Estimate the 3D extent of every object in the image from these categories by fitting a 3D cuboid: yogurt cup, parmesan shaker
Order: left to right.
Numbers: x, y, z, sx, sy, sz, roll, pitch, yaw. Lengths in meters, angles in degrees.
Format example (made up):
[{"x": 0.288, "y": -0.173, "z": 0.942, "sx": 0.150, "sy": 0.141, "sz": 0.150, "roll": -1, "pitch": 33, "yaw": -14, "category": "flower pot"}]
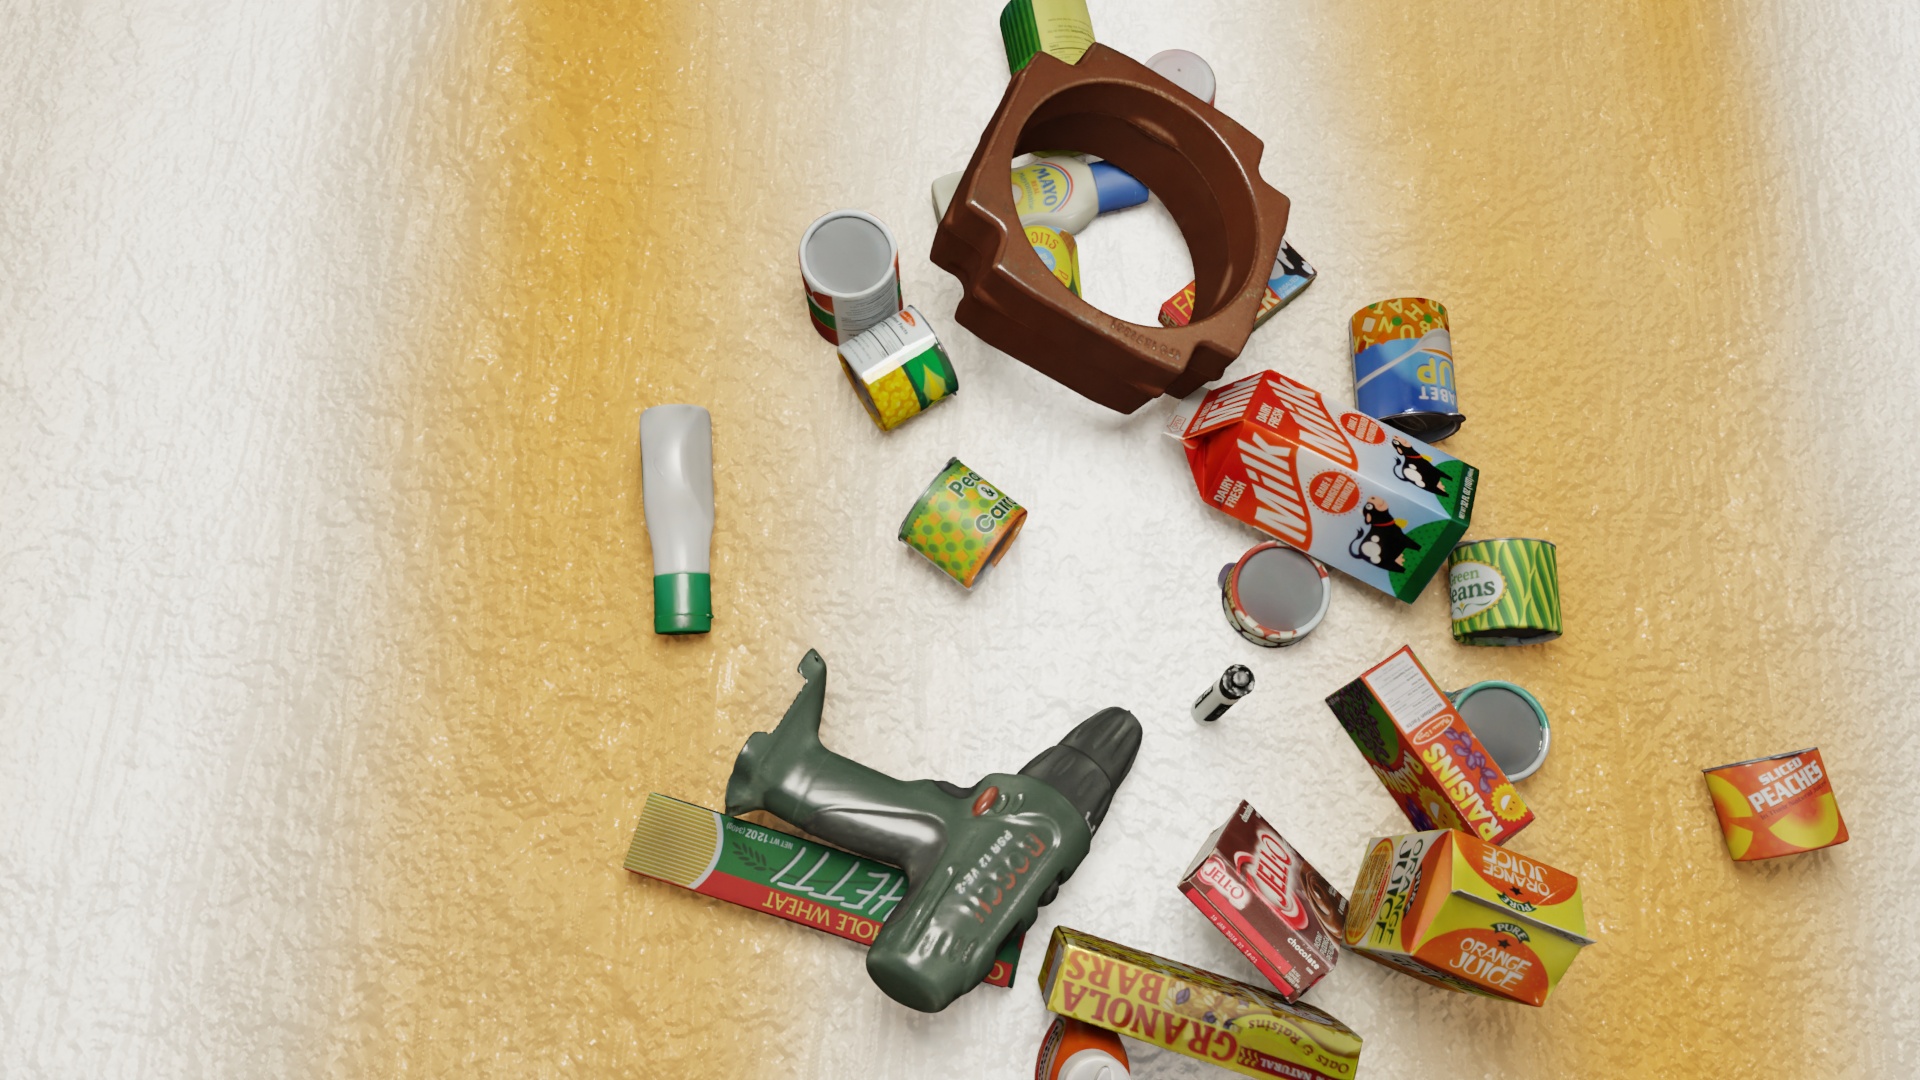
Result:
[{"x": 0.071, "y": -0.335, "z": 0.996, "sx": 0.071, "sy": 0.071, "sz": 0.103, "roll": -10, "pitch": 74, "yaw": -3, "category": "parmesan shaker"}, {"x": 0.151, "y": -0.313, "z": 0.994, "sx": 0.072, "sy": 0.053, "sz": 0.072, "roll": 0, "pitch": 75, "yaw": -1, "category": "yogurt cup"}]

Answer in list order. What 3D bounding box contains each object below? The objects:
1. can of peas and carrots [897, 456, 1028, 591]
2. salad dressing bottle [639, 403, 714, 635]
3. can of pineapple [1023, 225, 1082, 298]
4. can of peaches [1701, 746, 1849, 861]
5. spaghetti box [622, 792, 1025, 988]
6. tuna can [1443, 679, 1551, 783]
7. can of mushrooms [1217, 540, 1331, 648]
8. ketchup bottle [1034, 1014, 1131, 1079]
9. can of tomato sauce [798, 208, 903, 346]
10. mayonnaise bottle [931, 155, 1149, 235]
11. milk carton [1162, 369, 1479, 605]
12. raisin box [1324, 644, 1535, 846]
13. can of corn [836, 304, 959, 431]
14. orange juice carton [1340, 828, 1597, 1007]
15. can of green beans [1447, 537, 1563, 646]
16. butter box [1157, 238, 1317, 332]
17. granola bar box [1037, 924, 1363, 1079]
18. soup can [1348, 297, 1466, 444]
[{"x": 0.003, "y": -0.011, "z": 0.898, "sx": 0.059, "sy": 0.070, "sz": 0.071, "roll": 37, "pitch": 77, "yaw": 9, "category": "can of peas and carrots"}, {"x": -0.183, "y": -0.013, "z": 0.905, "sx": 0.044, "sy": 0.064, "sz": 0.148, "roll": -5, "pitch": 81, "yaw": 7, "category": "salad dressing bottle"}, {"x": 0.050, "y": -0.175, "z": 0.946, "sx": 0.071, "sy": 0.071, "sz": 0.058, "roll": -4, "pitch": 74, "yaw": -1, "category": "can of pineapple"}, {"x": 0.499, "y": 0.162, "z": 0.850, "sx": 0.071, "sy": 0.071, "sz": 0.058, "roll": -11, "pitch": 76, "yaw": -3, "category": "can of peaches"}, {"x": -0.081, "y": 0.215, "z": 0.854, "sx": 0.250, "sy": 0.028, "sz": 0.050, "roll": 16, "pitch": 74, "yaw": 4, "category": "spaghetti box"}, {"x": 0.334, "y": 0.121, "z": 0.881, "sx": 0.071, "sy": 0.032, "sz": 0.071, "roll": 0, "pitch": 74, "yaw": -1, "category": "tuna can"}, {"x": 0.204, "y": 0.034, "z": 0.905, "sx": 0.071, "sy": 0.033, "sz": 0.071, "roll": 0, "pitch": 75, "yaw": 0, "category": "can of mushrooms"}, {"x": 0.069, "y": 0.297, "z": 0.769, "sx": 0.043, "sy": 0.148, "sz": 0.065, "roll": 17, "pitch": 75, "yaw": 3, "category": "ketchup bottle"}, {"x": -0.074, "y": -0.177, "z": 0.939, "sx": 0.071, "sy": 0.083, "sz": 0.071, "roll": 0, "pitch": 75, "yaw": 0, "category": "can of tomato sauce"}, {"x": 0.057, "y": -0.240, "z": 0.979, "sx": 0.148, "sy": 0.041, "sz": 0.065, "roll": -14, "pitch": 73, "yaw": -4, "category": "mayonnaise bottle"}, {"x": 0.226, "y": -0.045, "z": 0.895, "sx": 0.191, "sy": 0.073, "sz": 0.073, "roll": 28, "pitch": 41, "yaw": 8, "category": "milk carton"}, {"x": 0.284, "y": 0.132, "z": 0.850, "sx": 0.040, "sy": 0.086, "sz": 0.123, "roll": -32, "pitch": 77, "yaw": -10, "category": "raisin box"}, {"x": -0.042, "y": -0.113, "z": 0.931, "sx": 0.058, "sy": 0.071, "sz": 0.071, "roll": -31, "pitch": 77, "yaw": -8, "category": "can of corn"}, {"x": 0.277, "y": 0.208, "z": 0.773, "sx": 0.072, "sy": 0.192, "sz": 0.073, "roll": 22, "pitch": 76, "yaw": 5, "category": "orange juice carton"}, {"x": 0.348, "y": 0.034, "z": 0.889, "sx": 0.071, "sy": 0.071, "sz": 0.058, "roll": 2, "pitch": 75, "yaw": 0, "category": "can of green beans"}, {"x": 0.193, "y": -0.171, "z": 0.969, "sx": 0.104, "sy": 0.024, "sz": 0.053, "roll": -38, "pitch": 78, "yaw": -10, "category": "butter box"}, {"x": 0.130, "y": 0.265, "z": 0.790, "sx": 0.166, "sy": 0.124, "sz": 0.039, "roll": 17, "pitch": 80, "yaw": 4, "category": "granola bar box"}, {"x": 0.298, "y": -0.112, "z": 0.929, "sx": 0.071, "sy": 0.071, "sz": 0.084, "roll": 0, "pitch": 74, "yaw": 0, "category": "soup can"}]
